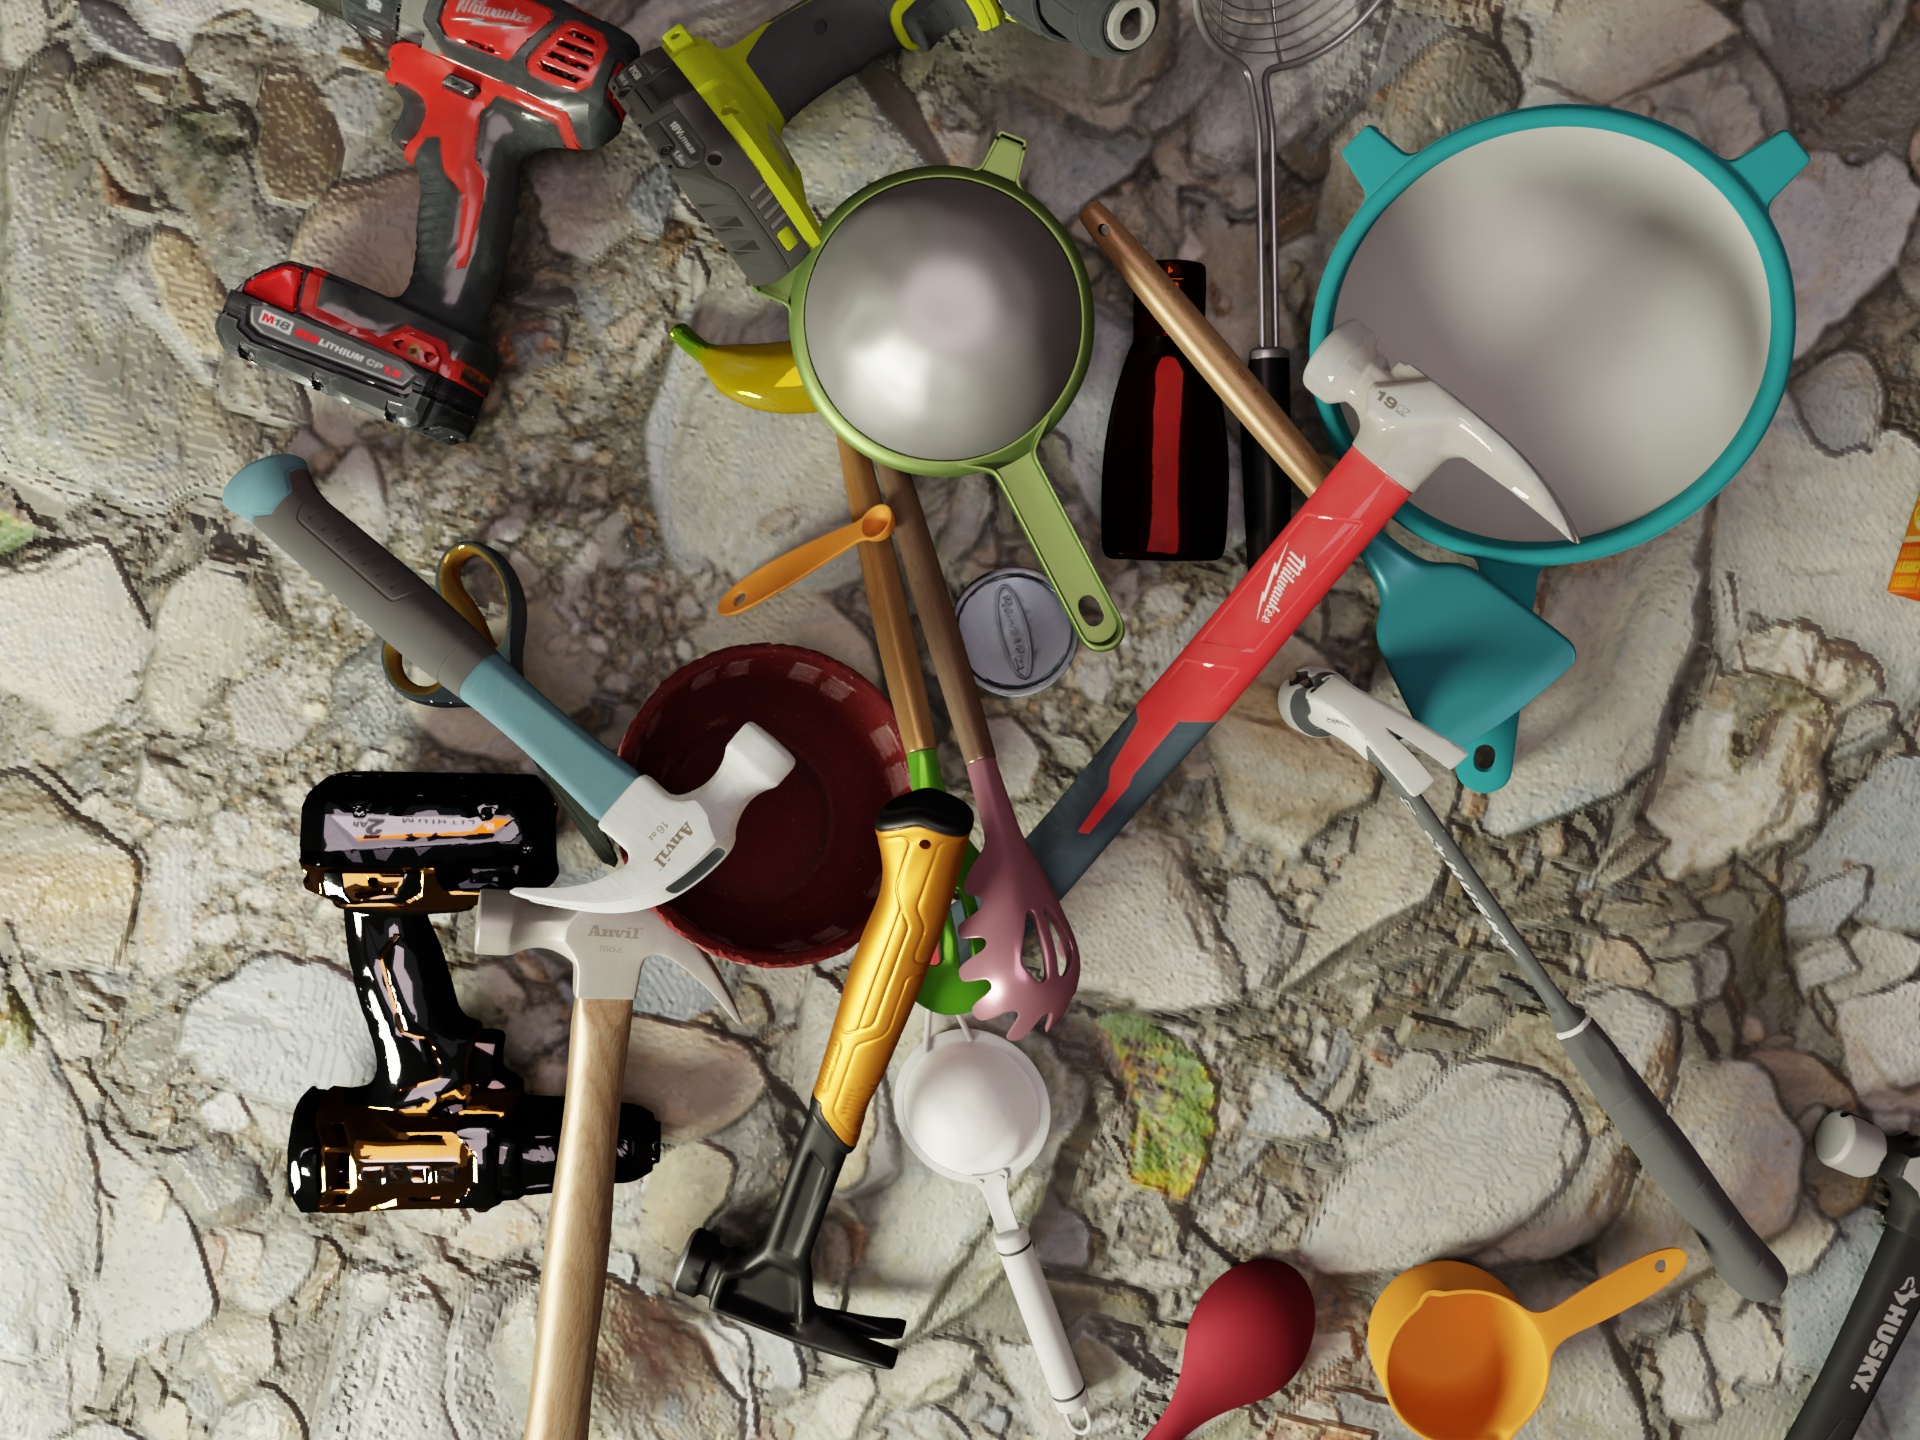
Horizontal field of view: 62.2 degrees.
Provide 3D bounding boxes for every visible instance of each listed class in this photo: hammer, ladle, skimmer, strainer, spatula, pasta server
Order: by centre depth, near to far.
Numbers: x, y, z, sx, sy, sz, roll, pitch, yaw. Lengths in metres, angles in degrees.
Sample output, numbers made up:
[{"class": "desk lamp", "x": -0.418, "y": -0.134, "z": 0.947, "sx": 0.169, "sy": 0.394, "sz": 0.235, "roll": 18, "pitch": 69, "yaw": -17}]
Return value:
[{"class": "strainer", "x": 0.017, "y": -0.146, "z": 0.760, "sx": 0.151, "sy": 0.069, "sz": 0.256, "roll": -28, "pitch": 95, "yaw": -1}, {"class": "hammer", "x": -0.238, "y": -0.030, "z": 0.764, "sx": 0.331, "sy": 0.033, "sz": 0.128, "roll": 38, "pitch": 84, "yaw": 19}, {"class": "hammer", "x": 0.116, "y": 0.007, "z": 0.768, "sx": 0.143, "sy": 0.038, "sz": 0.386, "roll": 44, "pitch": 111, "yaw": 17}, {"class": "spatula", "x": 0.163, "y": -0.128, "z": 0.769, "sx": 0.082, "sy": 0.044, "sz": 0.317, "roll": -40, "pitch": 93, "yaw": 21}, {"class": "skimmer", "x": 0.169, "y": -0.244, "z": 0.778, "sx": 0.127, "sy": 0.090, "sz": 0.363, "roll": -6, "pitch": 99, "yaw": -30}, {"class": "hammer", "x": -0.048, "y": 0.181, "z": 0.781, "sx": 0.127, "sy": 0.034, "sz": 0.336, "roll": 20, "pitch": 117, "yaw": 3}, {"class": "pasta server", "x": -0.001, "y": -0.002, "z": 0.782, "sx": 0.060, "sy": 0.040, "sz": 0.316, "roll": -8, "pitch": 75, "yaw": -32}, {"class": "strainer", "x": 0.284, "y": -0.131, "z": 0.796, "sx": 0.211, "sy": 0.095, "sz": 0.340, "roll": 8, "pitch": 118, "yaw": 20}, {"class": "hammer", "x": -0.189, "y": 0.243, "z": 0.804, "sx": 0.130, "sy": 0.031, "sz": 0.331, "roll": 4, "pitch": 104, "yaw": -17}, {"class": "hammer", "x": 0.306, "y": 0.143, "z": 0.808, "sx": 0.036, "sy": 0.149, "sz": 0.408, "roll": -38, "pitch": 102, "yaw": 0}, {"class": "strainer", "x": 0.026, "y": 0.271, "z": 0.852, "sx": 0.087, "sy": 0.050, "sz": 0.258, "roll": -17, "pitch": 99, "yaw": 17}, {"class": "hammer", "x": 0.477, "y": 0.389, "z": 0.869, "sx": 0.146, "sy": 0.035, "sz": 0.335, "roll": 23, "pitch": 95, "yaw": -2}, {"class": "ladle", "x": 0.082, "y": 0.423, "z": 0.874, "sx": 0.069, "sy": 0.031, "sz": 0.315, "roll": 40, "pitch": 95, "yaw": -4}]

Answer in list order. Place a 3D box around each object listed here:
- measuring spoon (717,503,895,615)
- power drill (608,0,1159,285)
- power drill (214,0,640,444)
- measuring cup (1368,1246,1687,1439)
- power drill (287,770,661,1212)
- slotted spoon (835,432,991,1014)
[{"class": "measuring spoon", "x": -0.078, "y": -0.078, "z": 0.810, "sx": 0.117, "sy": 0.011, "sz": 0.021, "roll": -25, "pitch": 54, "yaw": 28}, {"class": "power drill", "x": -0.033, "y": -0.309, "z": 0.733, "sx": 0.228, "sy": 0.080, "sz": 0.191, "roll": -36, "pitch": 52, "yaw": 4}, {"class": "power drill", "x": -0.281, "y": -0.270, "z": 0.780, "sx": 0.188, "sy": 0.080, "sz": 0.226, "roll": 23, "pitch": 92, "yaw": -3}, {"class": "measuring cup", "x": 0.301, "y": 0.317, "z": 0.853, "sx": 0.173, "sy": 0.052, "sz": 0.095, "roll": -27, "pitch": 95, "yaw": 0}, {"class": "power drill", "x": -0.246, "y": 0.144, "z": 0.817, "sx": 0.185, "sy": 0.084, "sz": 0.226, "roll": 2, "pitch": 100, "yaw": -8}, {"class": "slotted spoon", "x": -0.027, "y": -0.009, "z": 0.799, "sx": 0.070, "sy": 0.031, "sz": 0.314, "roll": -10, "pitch": 81, "yaw": -15}]
